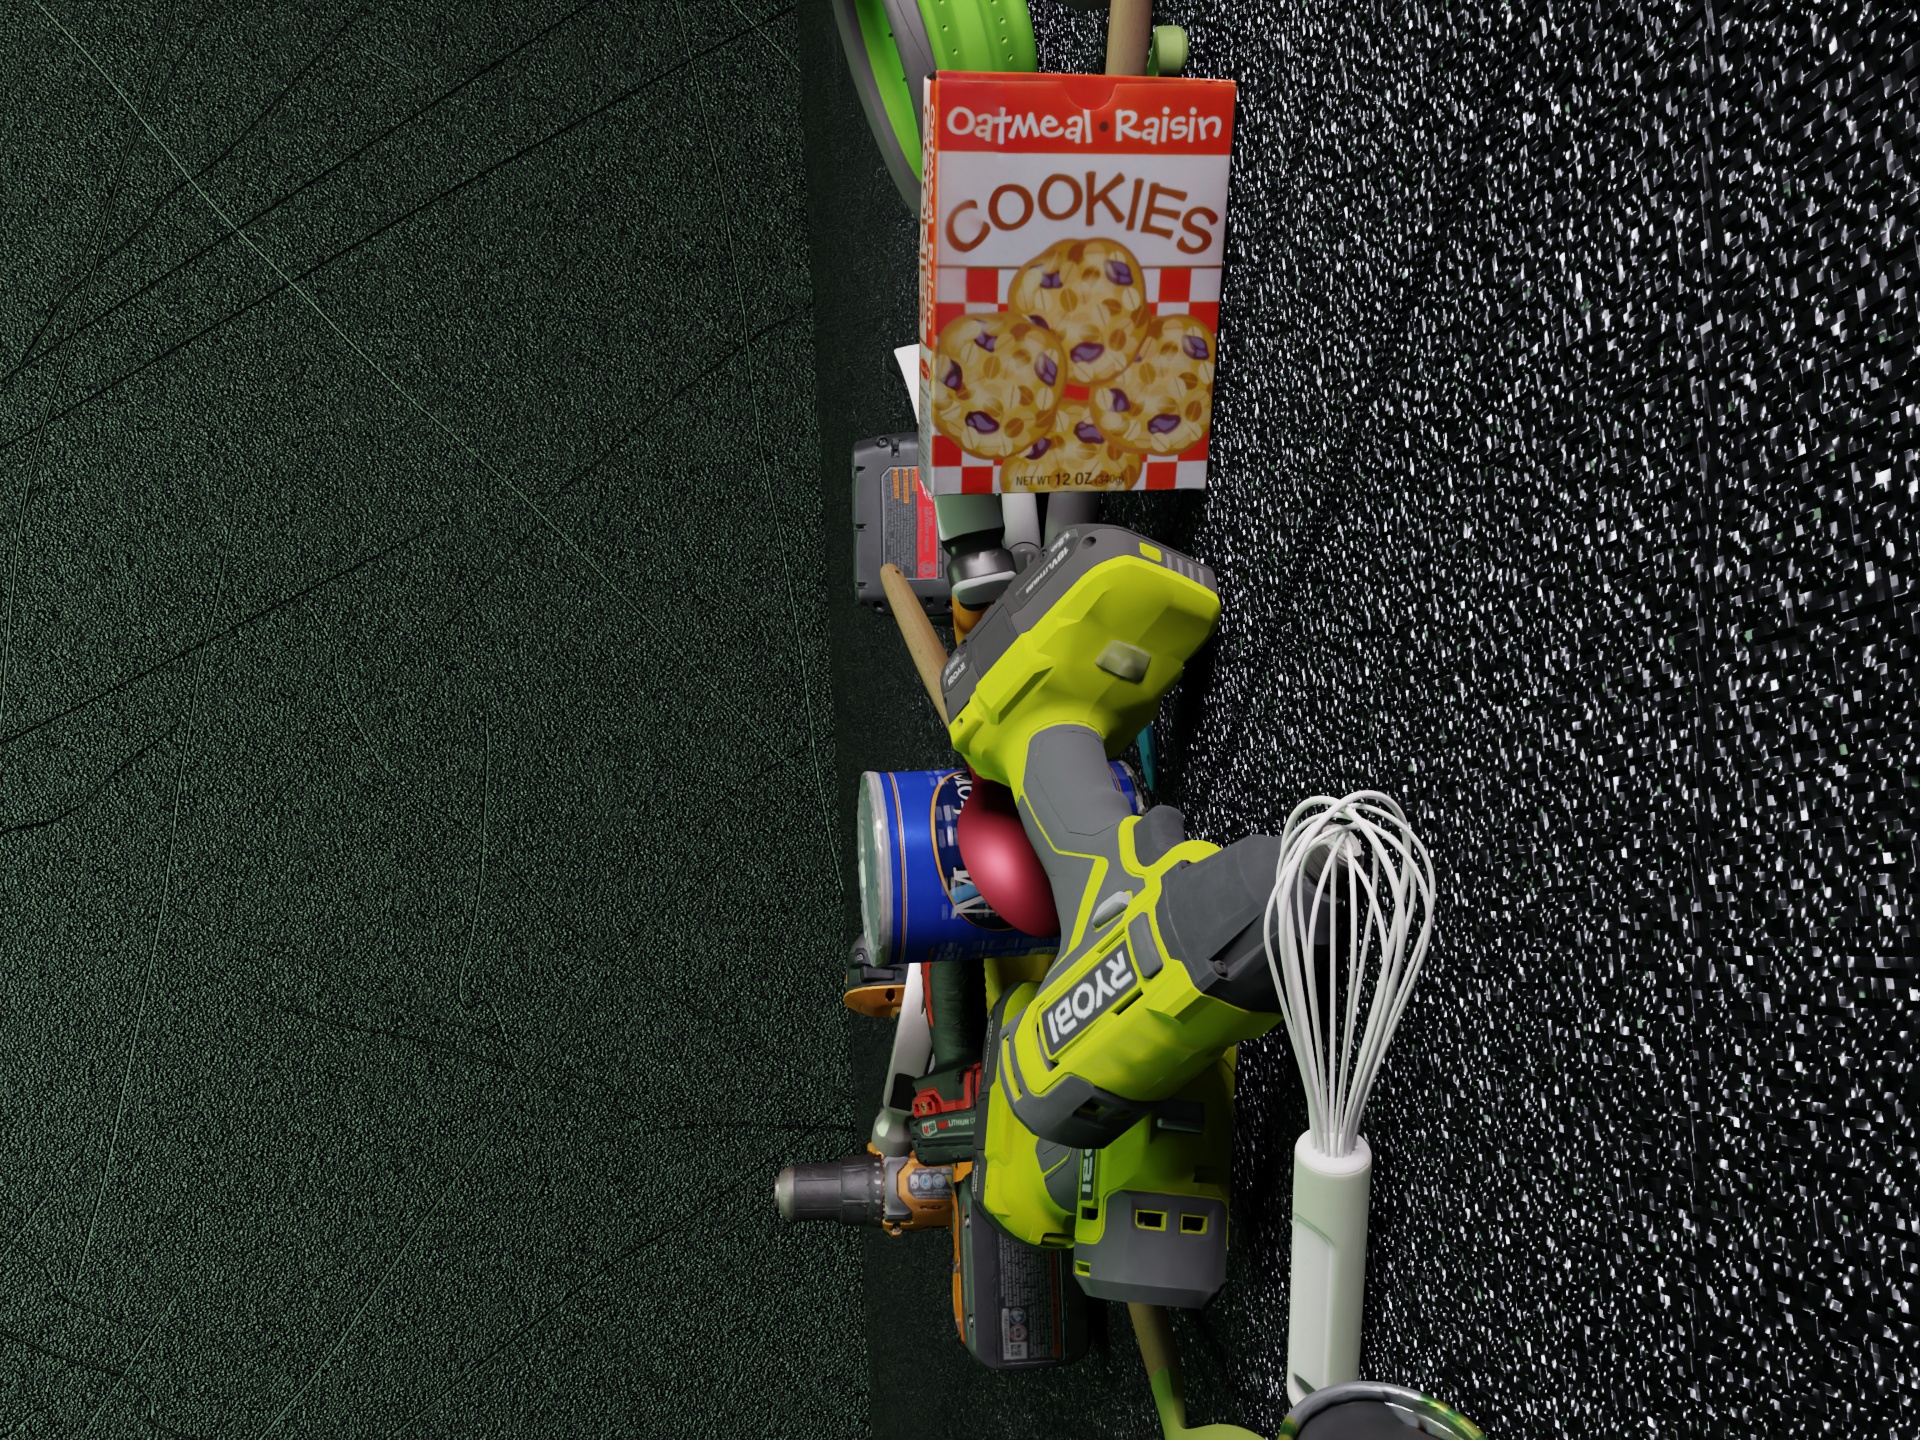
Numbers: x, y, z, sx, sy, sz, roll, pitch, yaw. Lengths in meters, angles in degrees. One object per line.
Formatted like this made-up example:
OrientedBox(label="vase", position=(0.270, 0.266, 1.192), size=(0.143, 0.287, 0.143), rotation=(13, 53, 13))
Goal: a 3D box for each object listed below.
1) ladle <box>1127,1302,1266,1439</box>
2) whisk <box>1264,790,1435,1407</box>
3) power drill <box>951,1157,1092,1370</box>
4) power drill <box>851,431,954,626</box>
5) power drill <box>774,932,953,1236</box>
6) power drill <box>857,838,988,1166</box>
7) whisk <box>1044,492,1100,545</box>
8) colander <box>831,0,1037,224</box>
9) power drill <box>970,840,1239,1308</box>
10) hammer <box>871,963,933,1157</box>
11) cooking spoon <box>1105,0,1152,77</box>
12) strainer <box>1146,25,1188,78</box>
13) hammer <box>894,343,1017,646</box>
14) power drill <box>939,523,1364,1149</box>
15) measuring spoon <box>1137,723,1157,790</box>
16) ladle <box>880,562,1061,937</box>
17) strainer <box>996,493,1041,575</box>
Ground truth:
OrientedBox(label="ladle", position=(0.103, 0.289, 0.734), size=(0.320, 0.062, 0.078), rotation=(-102, 11, -79))
OrientedBox(label="whisk", position=(0.123, 0.135, 0.523), size=(0.058, 0.059, 0.246), rotation=(25, 125, 49))
OrientedBox(label="power drill", position=(0.030, 0.317, 1.054), size=(0.226, 0.084, 0.164), rotation=(156, 112, -85))
OrientedBox(label="power drill", position=(-0.016, -0.158, 1.120), size=(0.227, 0.080, 0.188), rotation=(-34, -56, -81))
OrientedBox(label="power drill", position=(-0.052, 0.283, 1.238), size=(0.084, 0.185, 0.226), rotation=(104, 165, -66))
OrientedBox(label="power drill", position=(0.010, 0.144, 0.946), size=(0.143, 0.078, 0.220), rotation=(-30, 70, 53))
OrientedBox(label="whisk", position=(0.053, -0.054, 0.908), size=(0.055, 0.055, 0.238), rotation=(-109, 24, -62))
OrientedBox(label="colander", position=(0.013, -0.351, 1.010), size=(0.205, 0.094, 0.397), rotation=(-130, 20, -75))
OrientedBox(label="power drill", position=(0.069, 0.167, 0.750), size=(0.228, 0.080, 0.191), rotation=(126, 151, -71))
OrientedBox(label="hammer", position=(-0.013, 0.146, 1.149), size=(0.332, 0.031, 0.130), rotation=(-77, -1, -55))
OrientedBox(label="cooking spoon", position=(0.069, -0.237, 0.708), size=(0.069, 0.017, 0.318), rotation=(45, 150, 34))
OrientedBox(label="strainer", position=(0.050, -0.263, 0.788), size=(0.256, 0.069, 0.151), rotation=(126, 141, -78))
OrientedBox(label="hammer", position=(0.004, -0.078, 0.874), size=(0.336, 0.034, 0.127), rotation=(81, 177, -75))
OrientedBox(label="power drill", position=(0.069, 0.033, 0.637), size=(0.171, 0.080, 0.223), rotation=(-48, 37, 33))
OrientedBox(label="measuring spoon", position=(0.094, -0.027, 0.771), size=(0.042, 0.021, 0.128), rotation=(-120, 19, -70))
OrientedBox(label="ladle", position=(-0.001, -0.003, 0.829), size=(0.031, 0.069, 0.316), rotation=(-57, 31, 22))
OrientedBox(label="strainer", position=(0.031, -0.140, 0.901), size=(0.259, 0.050, 0.086), rotation=(-91, 26, -57))
